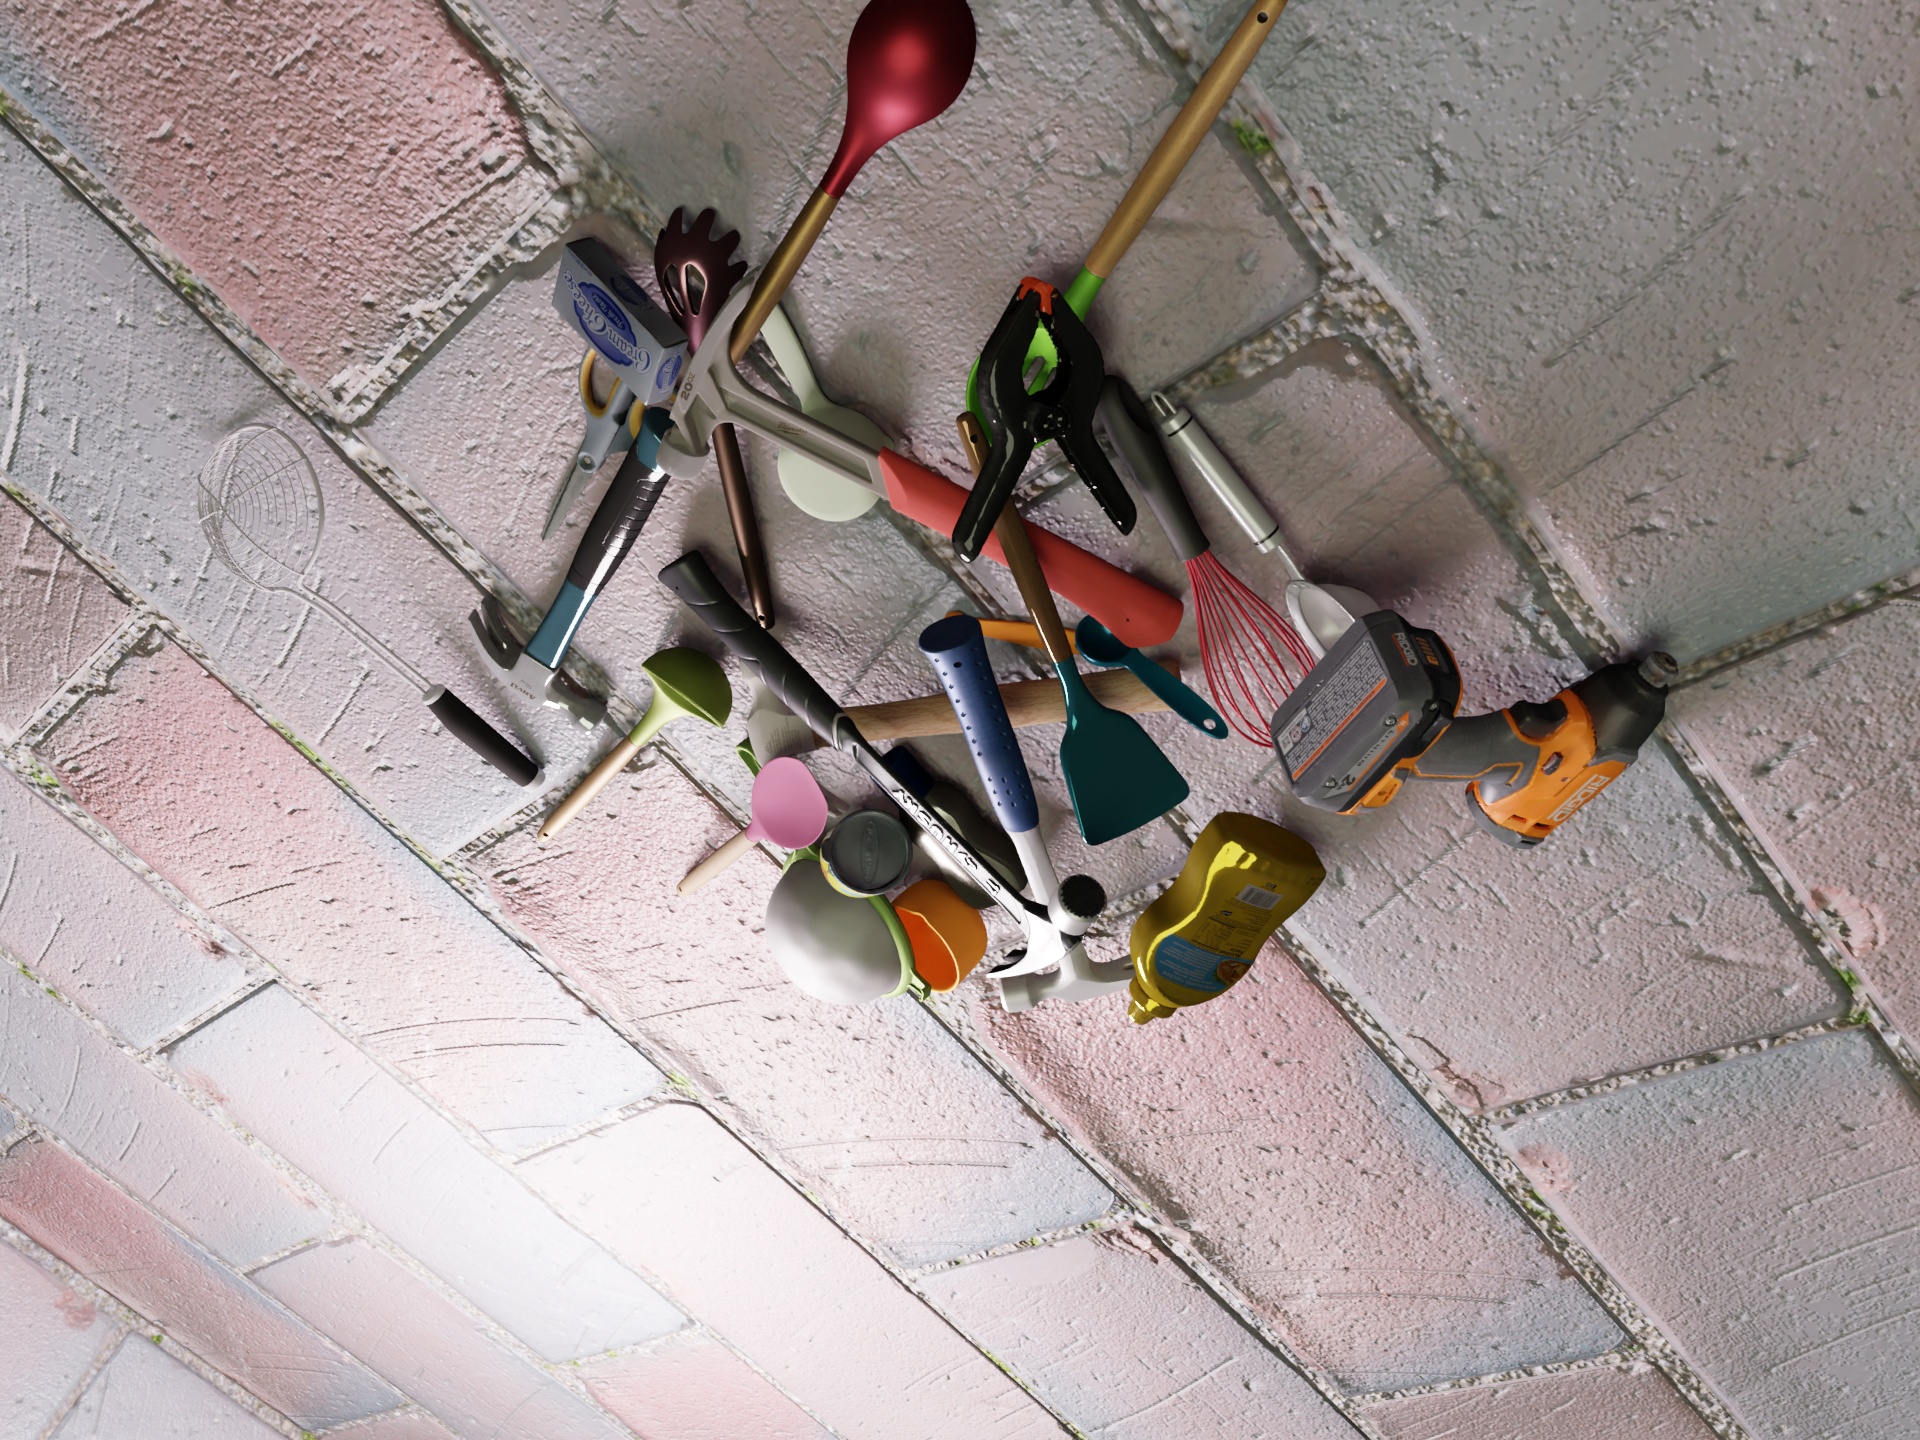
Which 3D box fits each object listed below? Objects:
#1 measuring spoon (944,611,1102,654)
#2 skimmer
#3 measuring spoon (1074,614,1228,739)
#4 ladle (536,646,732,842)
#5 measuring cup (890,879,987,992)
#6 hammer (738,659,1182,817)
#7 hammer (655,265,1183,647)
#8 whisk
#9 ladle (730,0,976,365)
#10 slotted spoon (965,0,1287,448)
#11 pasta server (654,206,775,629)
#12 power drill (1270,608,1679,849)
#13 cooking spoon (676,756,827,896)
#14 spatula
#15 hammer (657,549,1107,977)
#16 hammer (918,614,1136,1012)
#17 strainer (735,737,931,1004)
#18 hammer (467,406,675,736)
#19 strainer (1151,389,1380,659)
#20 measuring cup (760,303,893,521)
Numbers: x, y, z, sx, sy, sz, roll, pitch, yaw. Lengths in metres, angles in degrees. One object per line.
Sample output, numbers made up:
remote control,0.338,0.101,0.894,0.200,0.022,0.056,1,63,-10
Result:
measuring spoon,0.043,-0.060,1.133,0.117,0.011,0.021,10,130,12
skimmer,-0.462,-0.080,1.290,0.127,0.090,0.362,-22,128,29
measuring spoon,0.131,-0.026,1.091,0.129,0.042,0.021,41,156,13
ladle,-0.282,0.035,1.301,0.078,0.062,0.320,39,133,-13
measuring cup,-0.052,0.153,1.323,0.174,0.052,0.095,34,141,25
hammer,-0.002,-0.004,1.164,0.331,0.031,0.130,-7,101,19
hammer,-0.010,-0.148,1.030,0.359,0.037,0.149,25,127,-13
whisk,0.160,-0.094,1.033,0.073,0.073,0.295,-19,114,31
ladle,-0.092,-0.299,0.955,0.069,0.031,0.315,33,126,-12
slotted spoon,0.094,-0.282,0.925,0.070,0.031,0.313,31,129,-7
pasta server,-0.158,-0.193,1.091,0.060,0.040,0.315,6,133,15
power drill,0.327,0.001,0.990,0.226,0.084,0.164,10,135,-27
cooking spoon,-0.174,0.097,1.276,0.069,0.017,0.319,59,146,4
spatula,0.063,-0.059,1.039,0.082,0.044,0.317,-27,121,-2
hammer,-0.071,0.024,1.136,0.409,0.036,0.149,44,146,11
hammer,0.054,0.081,1.169,0.144,0.035,0.405,-12,133,10
strainer,-0.134,0.138,1.296,0.151,0.069,0.256,-3,119,51
hammer,-0.272,-0.111,1.178,0.128,0.033,0.331,34,135,-10
strainer,0.204,-0.111,1.014,0.258,0.050,0.087,48,171,-14
measuring cup,-0.104,-0.204,1.050,0.083,0.038,0.167,-9,126,26
